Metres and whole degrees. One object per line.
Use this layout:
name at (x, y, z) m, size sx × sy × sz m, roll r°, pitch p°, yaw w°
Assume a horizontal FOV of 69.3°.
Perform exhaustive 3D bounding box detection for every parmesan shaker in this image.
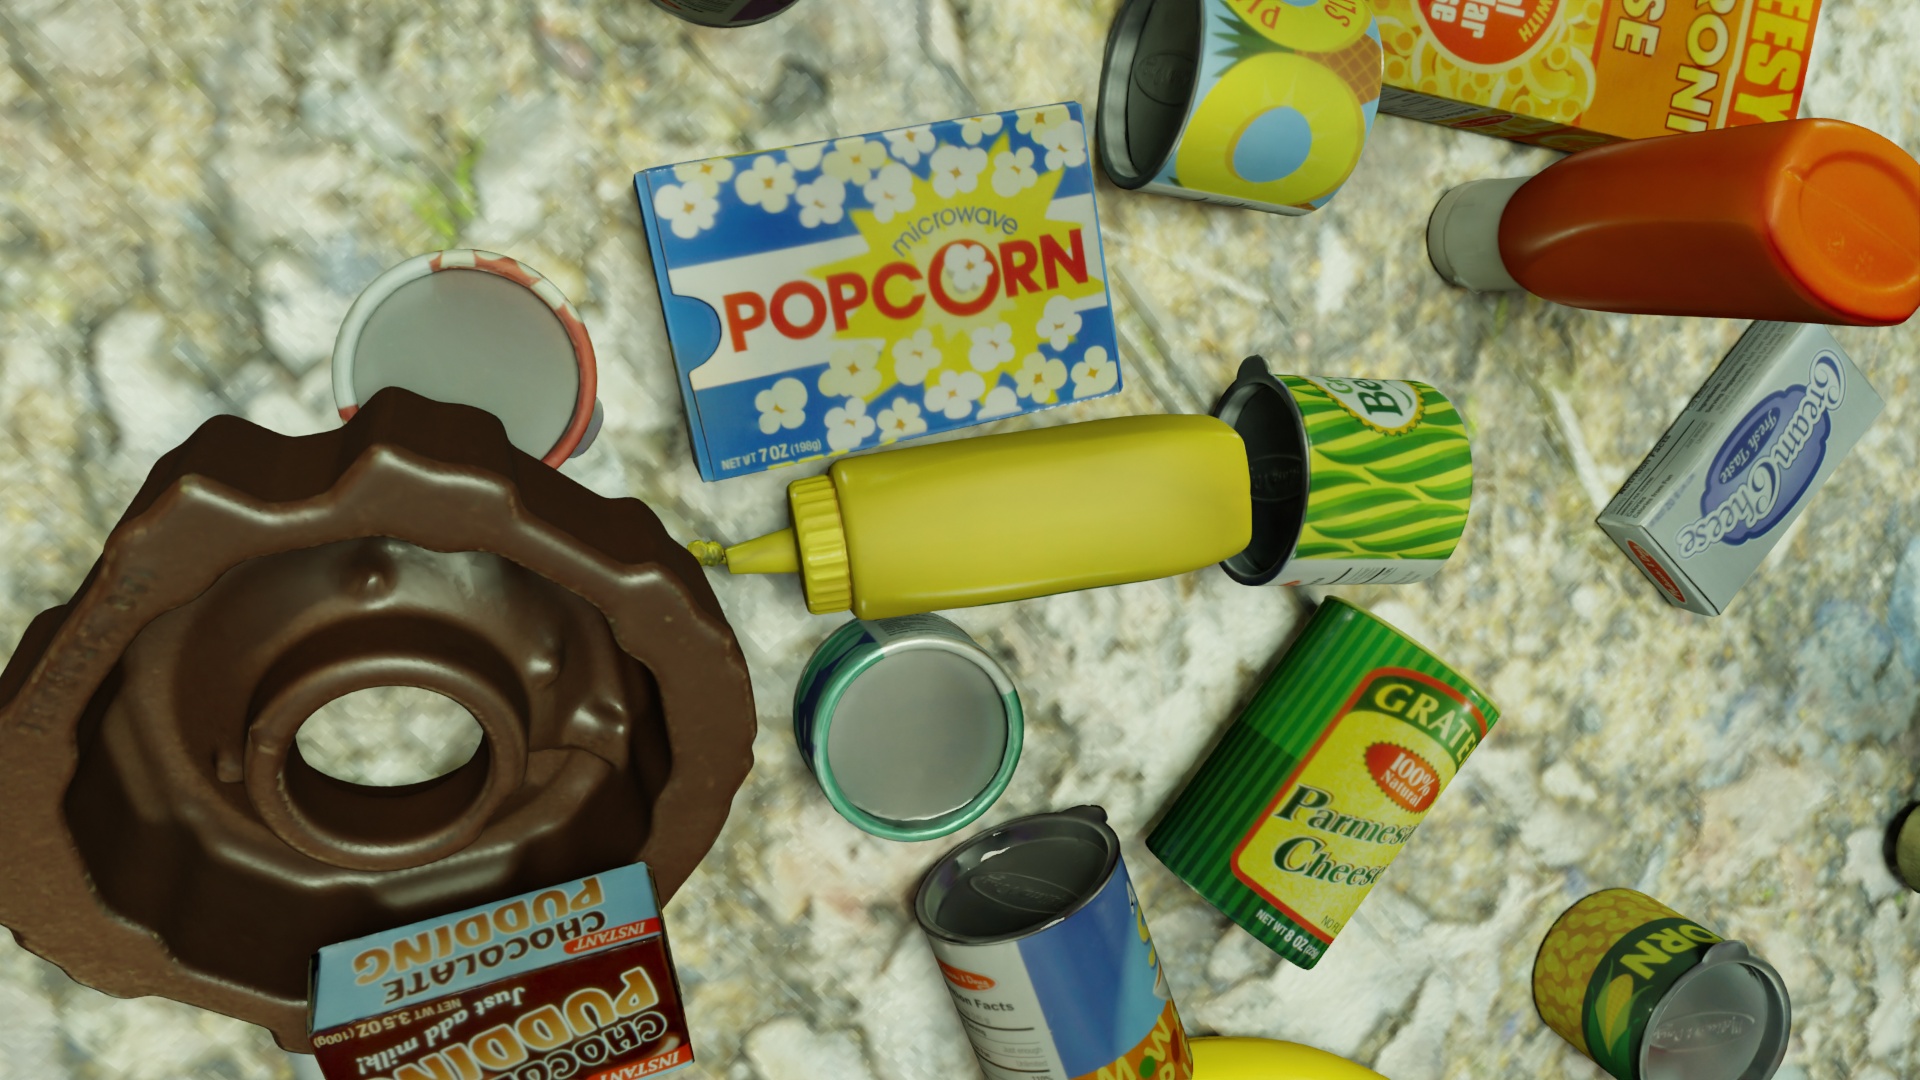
parmesan shaker at (0.119, 0.080, 0.453) m, size 0.071 × 0.071 × 0.103 m, roll 37°, pitch 88°, yaw -20°

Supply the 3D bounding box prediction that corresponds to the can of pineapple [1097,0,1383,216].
can of pineapple at (0.080, -0.132, 0.401) m, size 0.058 × 0.071 × 0.071 m, roll 4°, pitch 99°, yaw -19°

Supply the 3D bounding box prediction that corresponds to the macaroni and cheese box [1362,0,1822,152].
macaroni and cheese box at (0.195, -0.191, 0.440) m, size 0.167 × 0.040 × 0.123 m, roll 6°, pitch 98°, yaw -17°

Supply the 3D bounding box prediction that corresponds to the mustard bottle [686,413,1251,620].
mustard bottle at (0.001, -0.005, 0.405) m, size 0.160 × 0.065 × 0.048 m, roll -9°, pitch 98°, yaw -9°

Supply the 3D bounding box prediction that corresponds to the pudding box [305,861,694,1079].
pudding box at (-0.114, 0.118, 0.350) m, size 0.084 × 0.030 × 0.049 m, roll -12°, pitch 121°, yaw -14°

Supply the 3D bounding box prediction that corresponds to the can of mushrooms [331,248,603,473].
can of mushrooms at (-0.129, -0.043, 0.372) m, size 0.071 × 0.033 × 0.071 m, roll -3°, pitch 100°, yaw -17°

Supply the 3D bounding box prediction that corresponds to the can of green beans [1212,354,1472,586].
can of green beans at (0.116, -0.019, 0.434) m, size 0.058 × 0.071 × 0.071 m, roll 0°, pitch 100°, yaw -18°

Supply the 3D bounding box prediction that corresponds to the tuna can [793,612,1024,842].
tuna can at (-0.017, 0.059, 0.425) m, size 0.071 × 0.033 × 0.071 m, roll -3°, pitch 101°, yaw -17°

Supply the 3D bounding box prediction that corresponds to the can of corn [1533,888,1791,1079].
can of corn at (0.259, 0.169, 0.517) m, size 0.071 × 0.058 × 0.071 m, roll -3°, pitch 101°, yaw -16°

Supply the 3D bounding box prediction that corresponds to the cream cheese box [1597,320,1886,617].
cream cheese box at (0.285, -0.029, 0.506) m, size 0.053 × 0.024 × 0.104 m, roll 41°, pitch 87°, yaw -20°

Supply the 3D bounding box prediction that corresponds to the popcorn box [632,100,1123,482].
popcorn box at (-0.022, -0.072, 0.397) m, size 0.127 × 0.038 × 0.085 m, roll -14°, pitch 105°, yaw -15°

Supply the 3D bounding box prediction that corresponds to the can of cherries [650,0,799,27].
can of cherries at (-0.057, -0.172, 0.356) m, size 0.071 × 0.058 × 0.071 m, roll -3°, pitch 102°, yaw -16°

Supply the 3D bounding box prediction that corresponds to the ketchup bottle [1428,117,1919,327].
ketchup bottle at (0.194, -0.089, 0.401) m, size 0.065 × 0.149 × 0.043 m, roll 23°, pitch 93°, yaw -20°

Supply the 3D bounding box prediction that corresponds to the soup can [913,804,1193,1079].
soup can at (0.033, 0.138, 0.438) m, size 0.071 × 0.071 × 0.083 m, roll -24°, pitch 107°, yaw -11°
